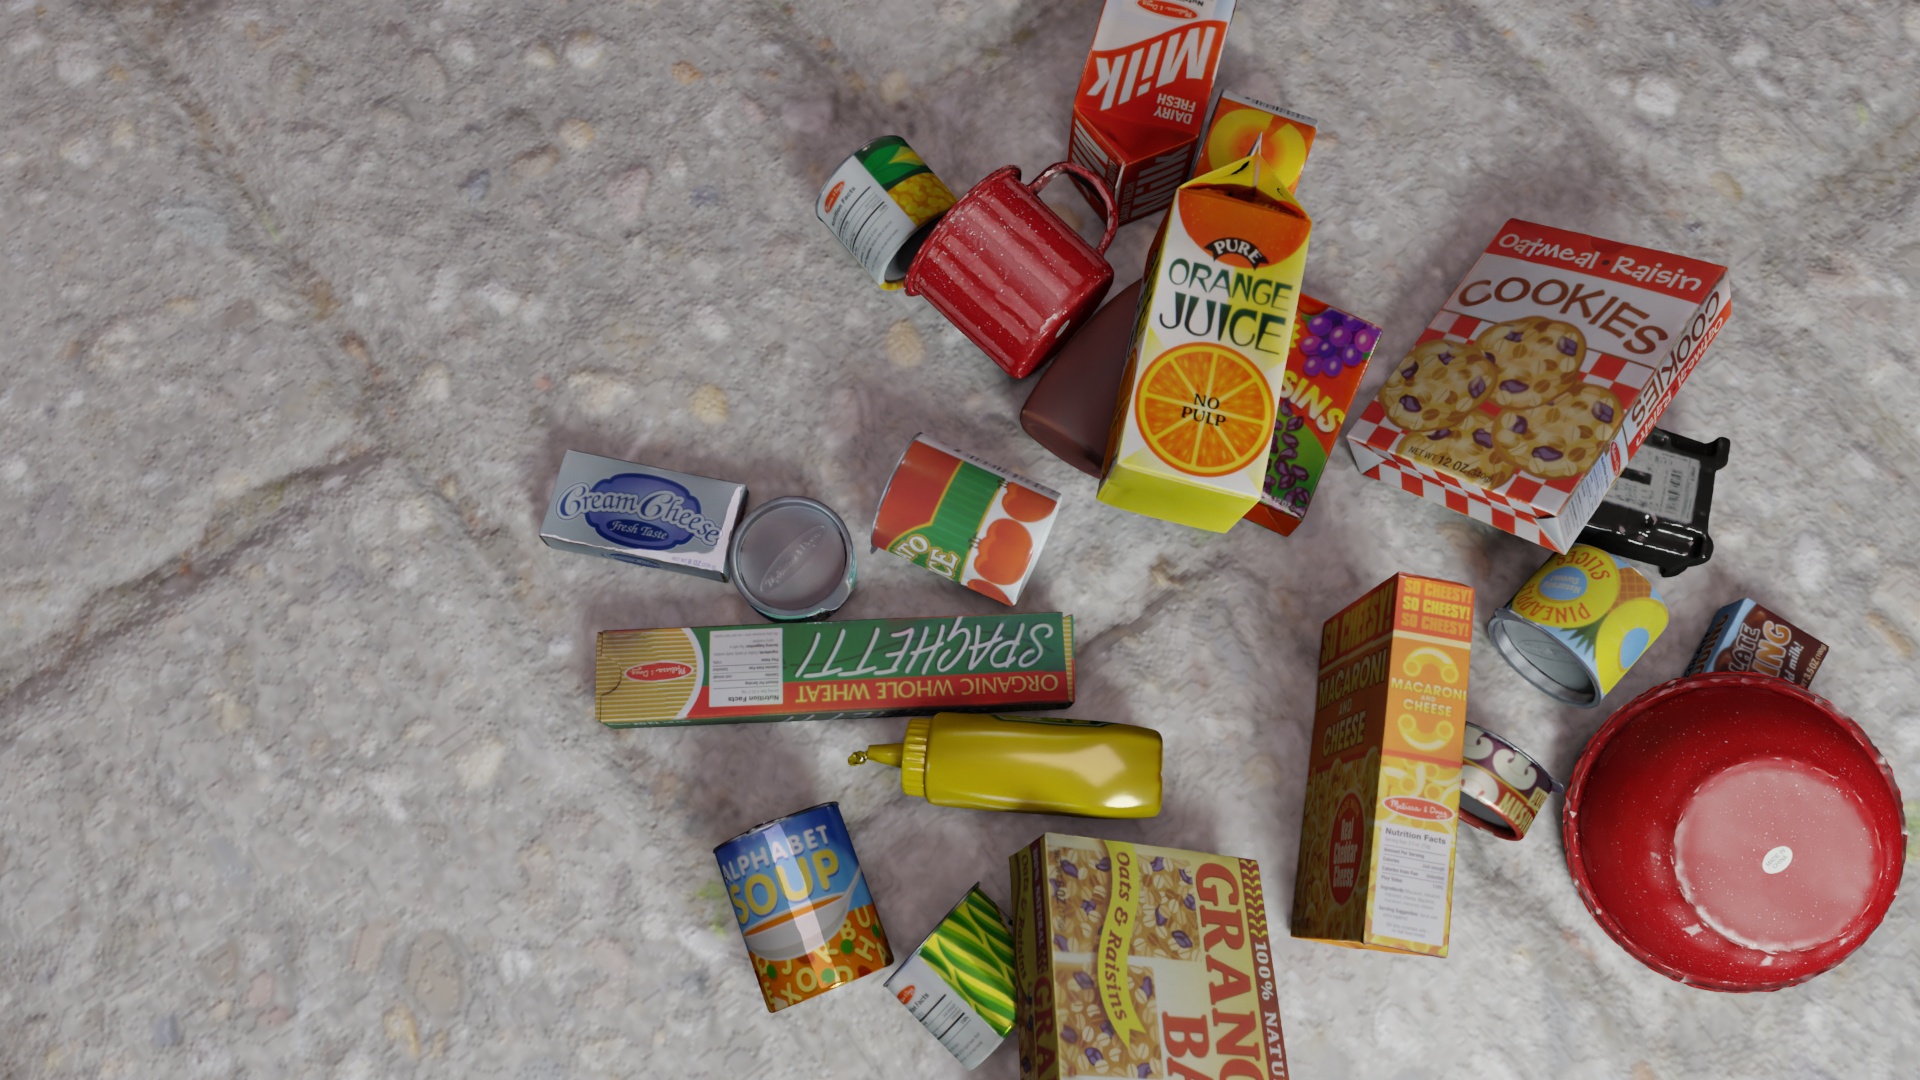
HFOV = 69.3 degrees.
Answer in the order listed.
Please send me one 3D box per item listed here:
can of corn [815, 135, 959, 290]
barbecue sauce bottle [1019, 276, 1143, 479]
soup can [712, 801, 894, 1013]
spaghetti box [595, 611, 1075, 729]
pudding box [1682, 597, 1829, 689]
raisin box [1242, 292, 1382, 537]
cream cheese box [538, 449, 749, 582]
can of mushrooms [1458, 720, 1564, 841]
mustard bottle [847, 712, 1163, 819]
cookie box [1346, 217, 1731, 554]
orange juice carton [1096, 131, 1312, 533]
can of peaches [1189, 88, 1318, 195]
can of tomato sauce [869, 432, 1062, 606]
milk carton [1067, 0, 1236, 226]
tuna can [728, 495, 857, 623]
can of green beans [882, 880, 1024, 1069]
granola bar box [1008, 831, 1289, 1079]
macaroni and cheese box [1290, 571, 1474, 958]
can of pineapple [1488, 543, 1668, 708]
[{"bbox_3d":[-0.037,-0.185,0.786,0.071,0.071,0.058,-38,78,-9],"label":"can of corn"},{"bbox_3d":[0.098,-0.109,0.773,0.065,0.043,0.149,33,77,8],"label":"barbecue sauce bottle"},{"bbox_3d":[-0.077,0.179,0.681,0.071,0.071,0.084,-21,76,-5],"label":"soup can"},{"bbox_3d":[-0.065,0.069,0.733,0.250,0.028,0.050,-2,75,0],"label":"spaghetti box"},{"bbox_3d":[0.406,0.077,0.724,0.050,0.030,0.084,34,77,10],"label":"pudding box"},{"bbox_3d":[0.168,-0.076,0.765,0.086,0.040,0.123,24,76,8],"label":"raisin box"},{"bbox_3d":[-0.172,-0.014,0.760,0.104,0.024,0.053,11,74,4],"label":"cream cheese box"},{"bbox_3d":[0.260,0.120,0.694,0.071,0.071,0.033,34,79,9],"label":"can of mushrooms"},{"bbox_3d":[0.022,0.112,0.703,0.160,0.065,0.049,3,81,5],"label":"mustard bottle"},{"bbox_3d":[0.305,-0.088,0.736,0.123,0.040,0.168,29,75,42],"label":"cookie box"},{"bbox_3d":[0.128,-0.109,0.714,0.073,0.071,0.193,14,76,0],"label":"orange juice carton"},{"bbox_3d":[0.164,-0.213,0.791,0.058,0.071,0.071,19,76,5],"label":"can of peaches"},{"bbox_3d":[0.003,-0.009,0.735,0.083,0.071,0.071,24,76,6],"label":"can of tomato sauce"},{"bbox_3d":[0.110,-0.268,0.803,0.073,0.072,0.191,15,74,5],"label":"milk carton"},{"bbox_3d":[-0.087,0.013,0.747,0.071,0.032,0.071,0,75,1],"label":"tuna can"},{"bbox_3d":[0.006,0.211,0.673,0.058,0.071,0.071,42,79,10],"label":"can of green beans"},{"bbox_3d":[0.088,0.226,0.638,0.124,0.039,0.166,12,56,-22],"label":"granola bar box"},{"bbox_3d":[0.202,0.111,0.669,0.040,0.123,0.167,10,75,1],"label":"macaroni and cheese box"},{"bbox_3d":[0.317,0.042,0.715,0.058,0.071,0.071,-44,79,-11],"label":"can of pineapple"}]
